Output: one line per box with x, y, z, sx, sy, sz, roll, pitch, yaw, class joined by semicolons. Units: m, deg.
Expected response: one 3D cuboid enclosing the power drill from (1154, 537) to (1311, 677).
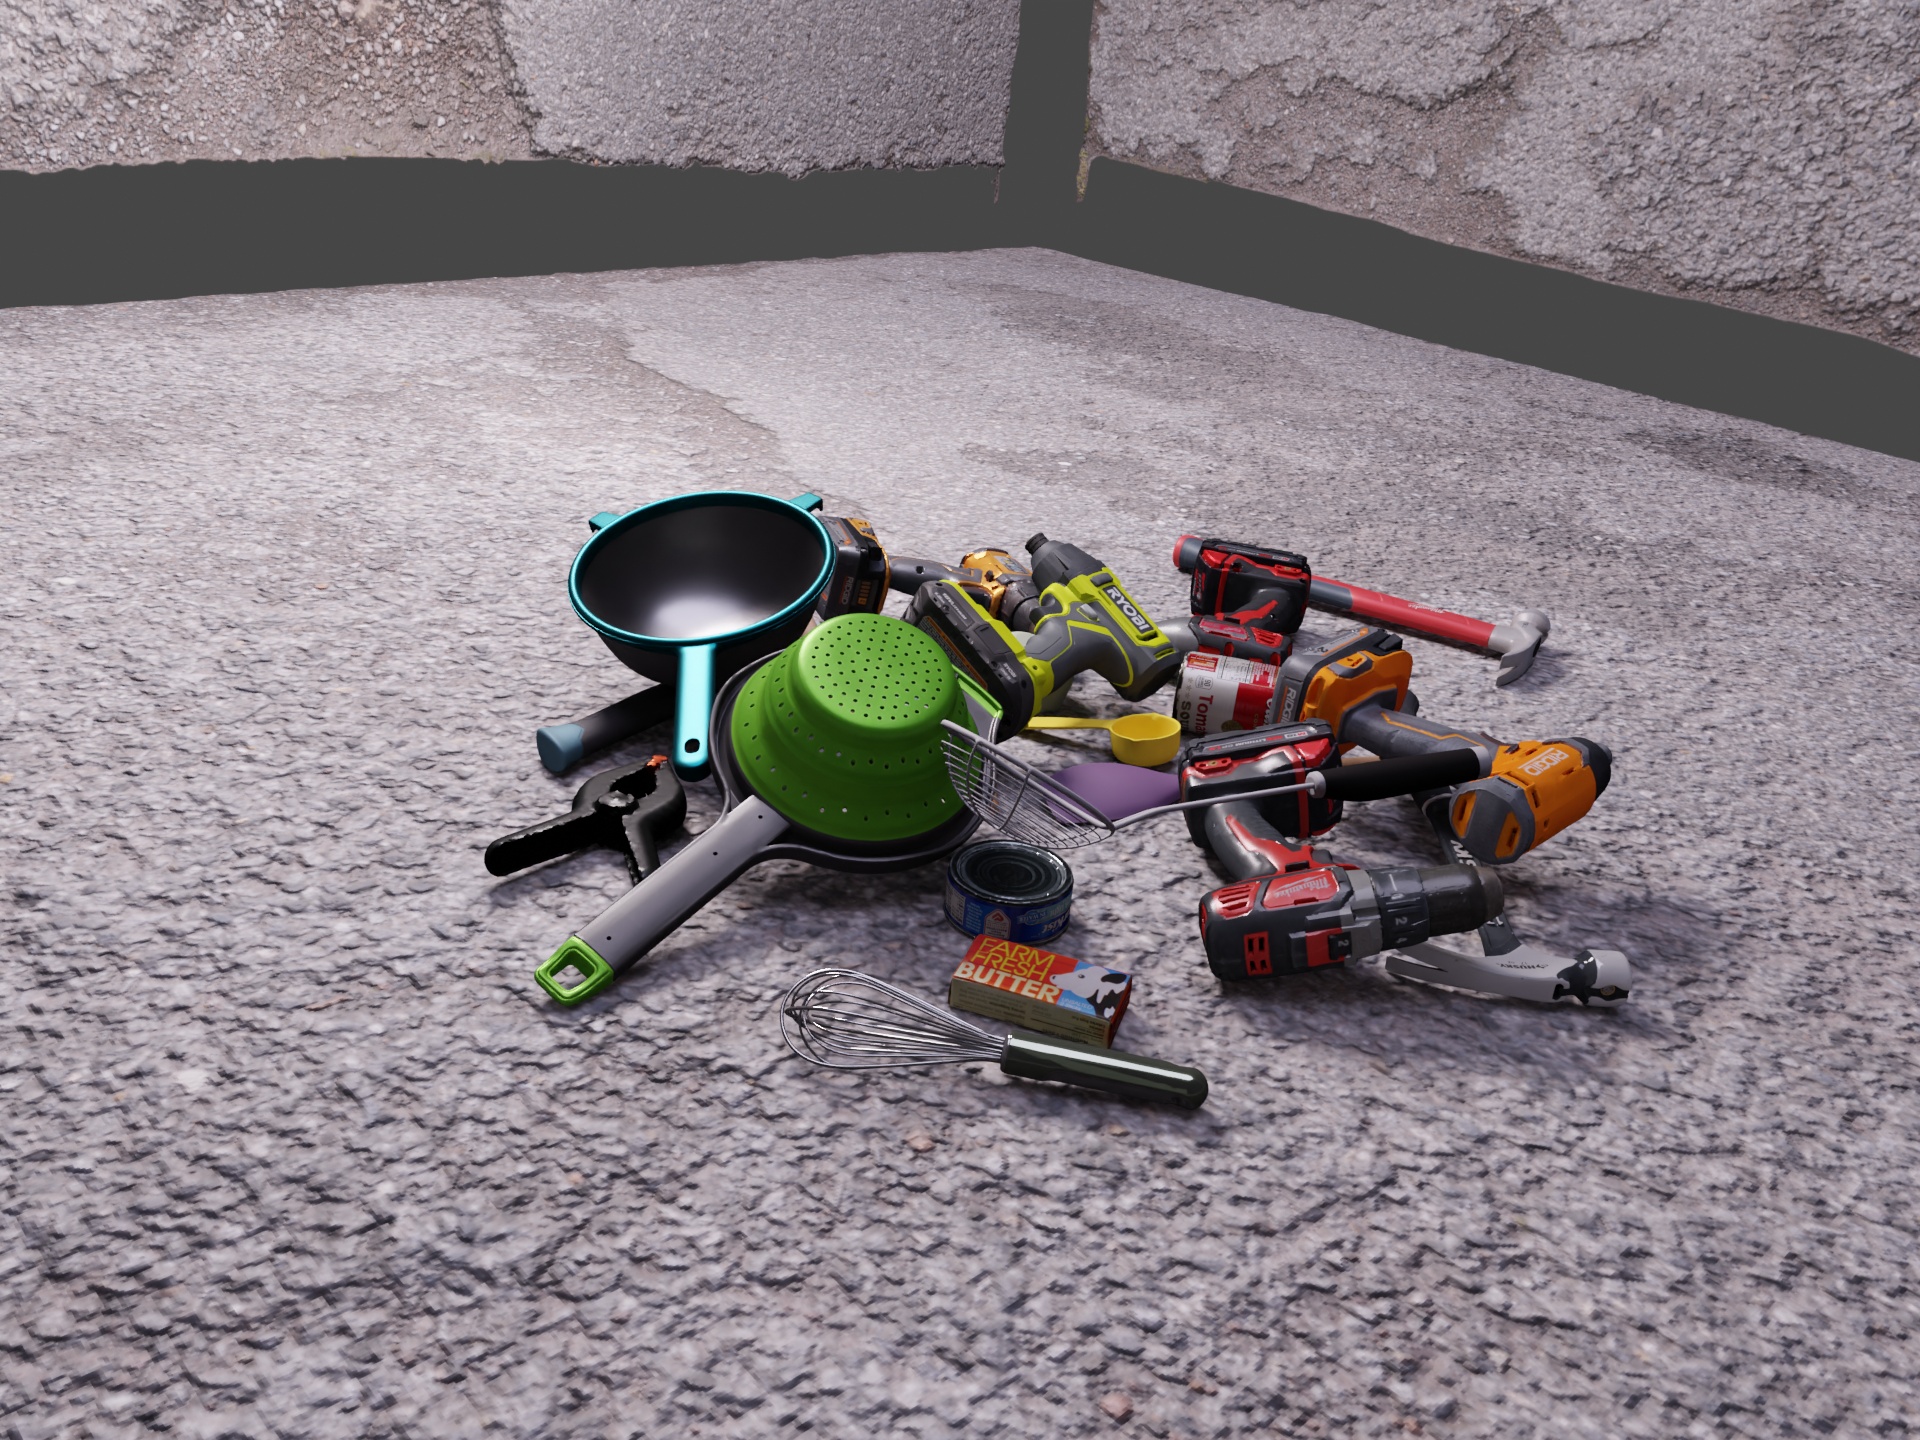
0.251;-0.095;1.500;0.143;0.078;0.220;12;29;15;power drill

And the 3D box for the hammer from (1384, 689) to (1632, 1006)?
0.356;0.074;1.185;0.149;0.036;0.409;4;28;-1;hammer

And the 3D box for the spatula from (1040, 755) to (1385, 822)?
0.209;0.046;1.252;0.315;0.018;0.060;-4;45;-21;spatula

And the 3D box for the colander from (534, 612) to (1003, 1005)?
-0.114;0.037;1.025;0.204;0.094;0.397;37;50;16;colander

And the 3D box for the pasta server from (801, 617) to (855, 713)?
-0.122;-0.080;1.342;0.060;0.040;0.317;38;18;-44;pasta server

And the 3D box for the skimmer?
0.170;0.021;1.029;0.363;0.090;0.127;-7;3;-10;skimmer

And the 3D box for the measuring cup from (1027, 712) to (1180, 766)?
0.104;0.015;1.304;0.156;0.029;0.062;2;22;22;measuring cup

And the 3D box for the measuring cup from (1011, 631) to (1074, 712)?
0.025;-0.055;1.343;0.167;0.038;0.083;14;30;-32;measuring cup

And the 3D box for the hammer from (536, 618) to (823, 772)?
-0.219;-0.027;1.309;0.128;0.033;0.331;19;29;29;hammer

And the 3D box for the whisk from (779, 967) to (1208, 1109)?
0.018;0.186;0.900;0.246;0.057;0.059;11;60;4;whisk

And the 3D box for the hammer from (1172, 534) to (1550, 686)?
0.390;-0.122;1.623;0.386;0.038;0.143;19;30;26;hammer

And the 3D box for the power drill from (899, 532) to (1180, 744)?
0.058;-0.073;1.300;0.223;0.080;0.171;-22;65;-44;power drill

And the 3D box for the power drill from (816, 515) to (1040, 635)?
-0.019;-0.117;1.463;0.226;0.084;0.186;6;22;-24;power drill

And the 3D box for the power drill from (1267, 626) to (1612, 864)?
0.363;0.013;1.184;0.164;0.084;0.227;-20;40;-37;power drill

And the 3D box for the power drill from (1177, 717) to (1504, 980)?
0.244;0.086;1.072;0.188;0.080;0.227;-10;27;4;power drill

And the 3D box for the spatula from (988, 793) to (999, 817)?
-0.002;-0.004;1.317;0.082;0.044;0.318;1;30;-11;spatula

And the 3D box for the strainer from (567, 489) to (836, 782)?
-0.196;-0.049;1.231;0.211;0.095;0.341;-6;42;-2;strainer
